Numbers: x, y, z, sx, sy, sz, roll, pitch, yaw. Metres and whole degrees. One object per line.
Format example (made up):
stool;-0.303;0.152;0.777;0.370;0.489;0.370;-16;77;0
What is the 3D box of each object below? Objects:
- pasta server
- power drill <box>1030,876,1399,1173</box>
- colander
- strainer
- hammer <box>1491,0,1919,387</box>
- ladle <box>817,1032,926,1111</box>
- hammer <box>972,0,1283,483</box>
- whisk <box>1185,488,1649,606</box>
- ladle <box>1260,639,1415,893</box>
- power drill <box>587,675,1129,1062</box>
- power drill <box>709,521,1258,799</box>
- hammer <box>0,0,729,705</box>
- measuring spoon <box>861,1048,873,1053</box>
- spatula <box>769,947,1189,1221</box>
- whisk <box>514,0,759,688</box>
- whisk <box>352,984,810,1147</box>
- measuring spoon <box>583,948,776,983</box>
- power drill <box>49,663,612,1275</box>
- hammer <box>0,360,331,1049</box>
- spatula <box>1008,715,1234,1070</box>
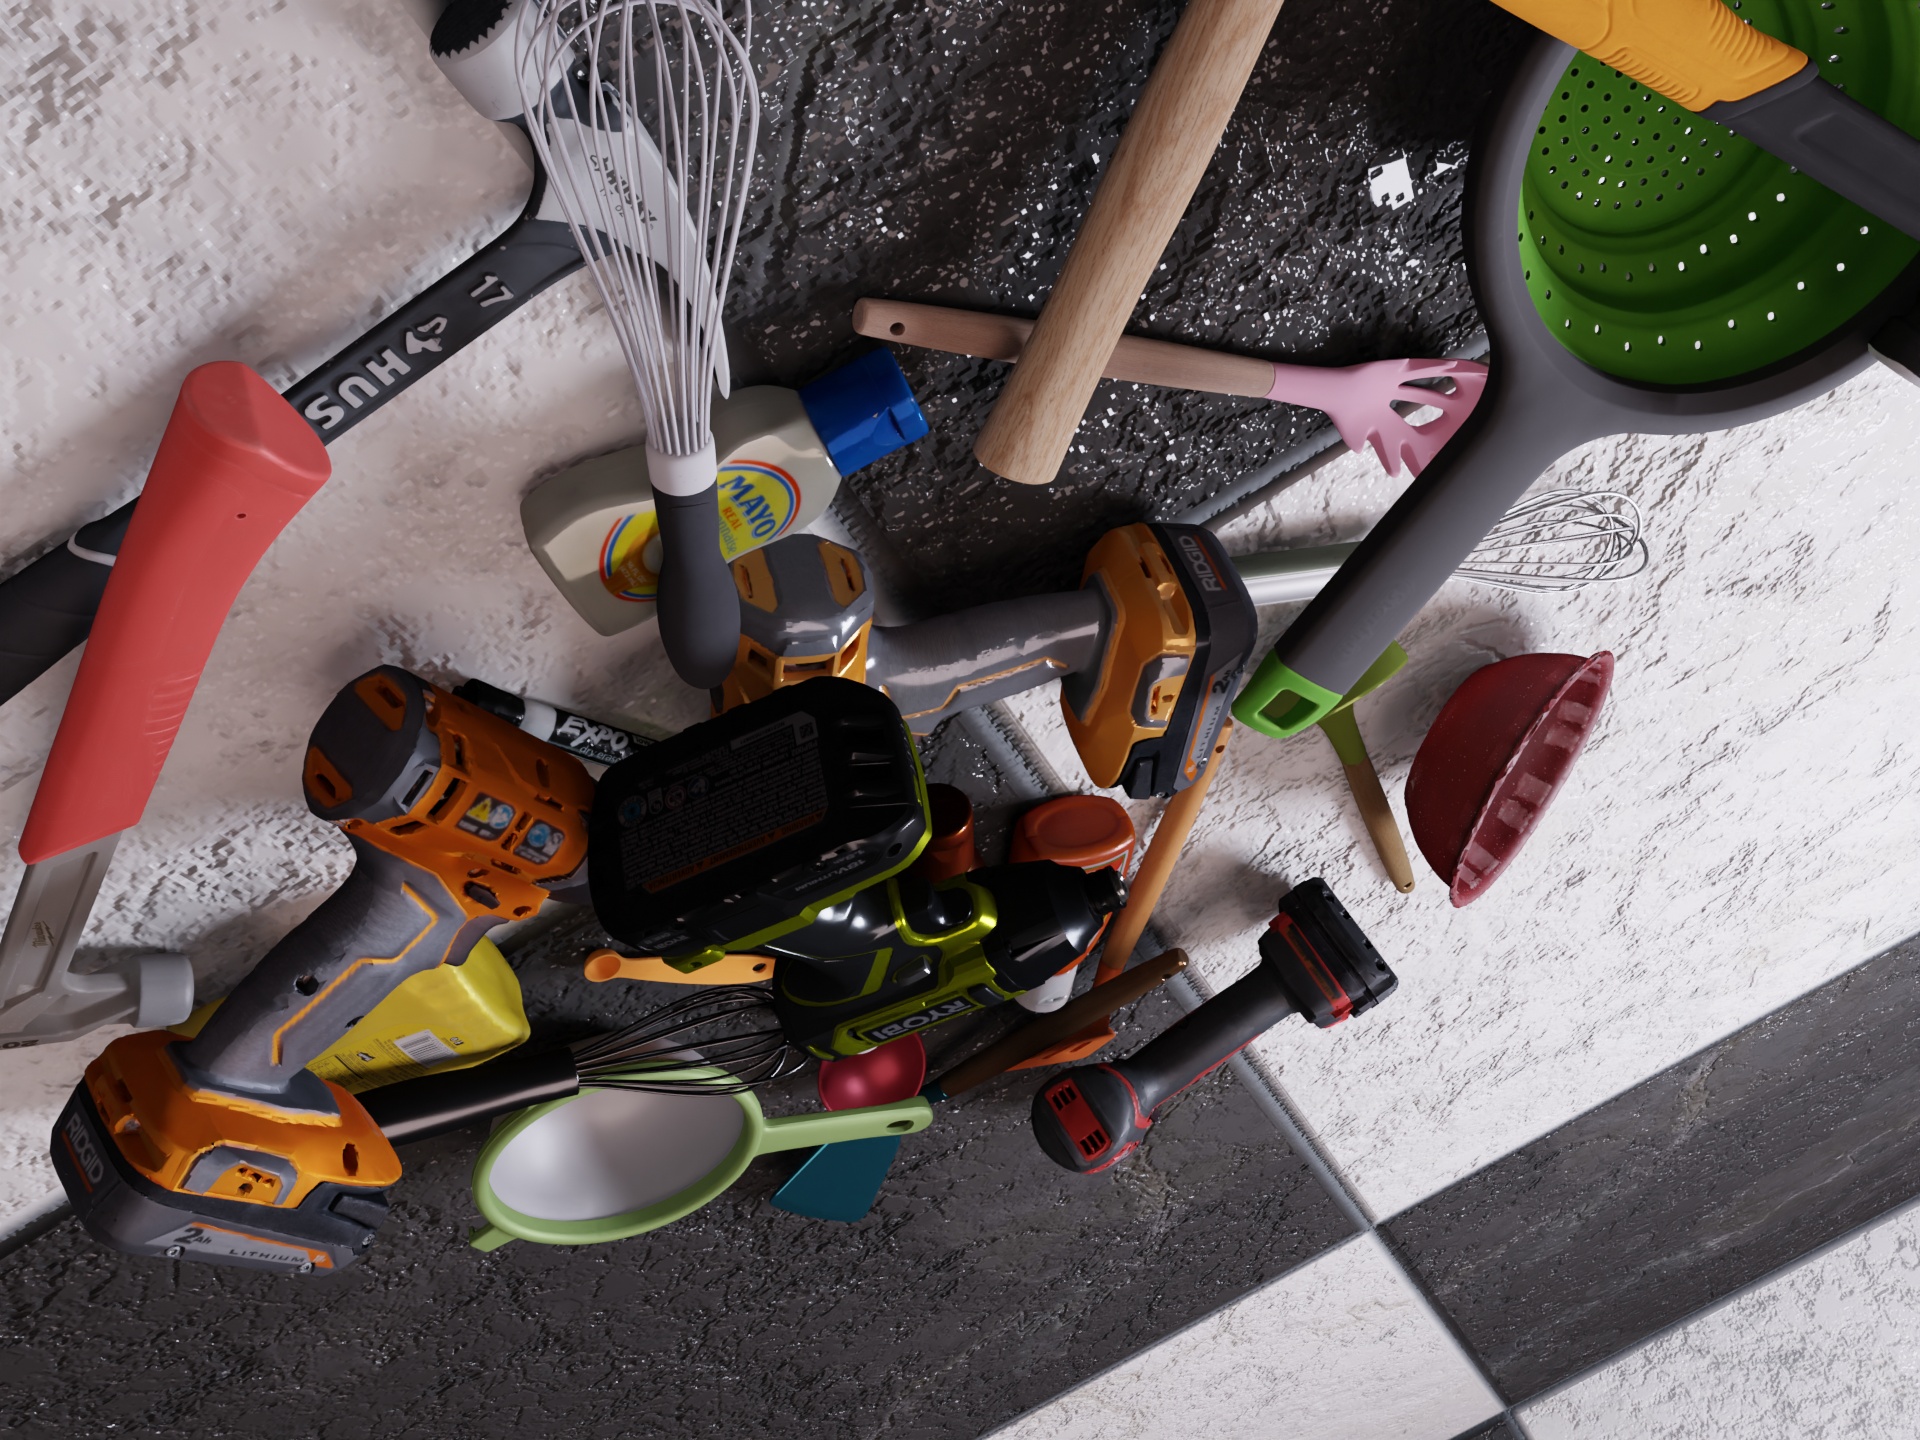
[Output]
pasta server;0.105;-0.138;0.643;0.316;0.040;0.060;2;127;-28
power drill;0.149;0.198;0.975;0.226;0.080;0.187;-35;163;2
colander;0.229;-0.158;0.620;0.204;0.095;0.397;25;119;-24
strainer;-0.139;0.208;0.868;0.256;0.069;0.151;1;131;-29
hammer;0.236;-0.217;0.498;0.336;0.034;0.127;18;122;-20
ladle;-0.083;0.132;0.849;0.069;0.031;0.315;-37;140;-13
hammer;0.082;-0.223;0.524;0.130;0.031;0.331;7;126;-32
whisk;0.223;-0.077;0.766;0.246;0.059;0.057;-8;138;-14
ladle;0.232;0.040;0.895;0.078;0.062;0.319;-31;143;6
power drill;-0.036;0.072;0.674;0.171;0.080;0.223;-23;148;15
power drill;-0.001;-0.002;0.706;0.226;0.084;0.185;-6;138;-17
hammer;-0.260;-0.066;0.531;0.409;0.036;0.149;-33;141;9
measuring spoon;-0.015;0.157;0.897;0.124;0.018;0.034;-21;132;-29
spatula;0.014;0.222;0.964;0.317;0.044;0.082;-36;137;28
whisk;-0.092;-0.108;0.501;0.070;0.070;0.284;-13;141;-15
whisk;-0.181;0.166;0.740;0.239;0.055;0.055;-9;138;-23
measuring spoon;-0.142;0.126;0.826;0.116;0.011;0.021;8;125;-39
power drill;-0.225;0.103;0.632;0.226;0.084;0.164;-55;141;-1
hammer;-0.306;0.017;0.548;0.149;0.037;0.359;2;142;-41
spatula;0.093;0.117;0.932;0.081;0.041;0.322;-3;131;-26
